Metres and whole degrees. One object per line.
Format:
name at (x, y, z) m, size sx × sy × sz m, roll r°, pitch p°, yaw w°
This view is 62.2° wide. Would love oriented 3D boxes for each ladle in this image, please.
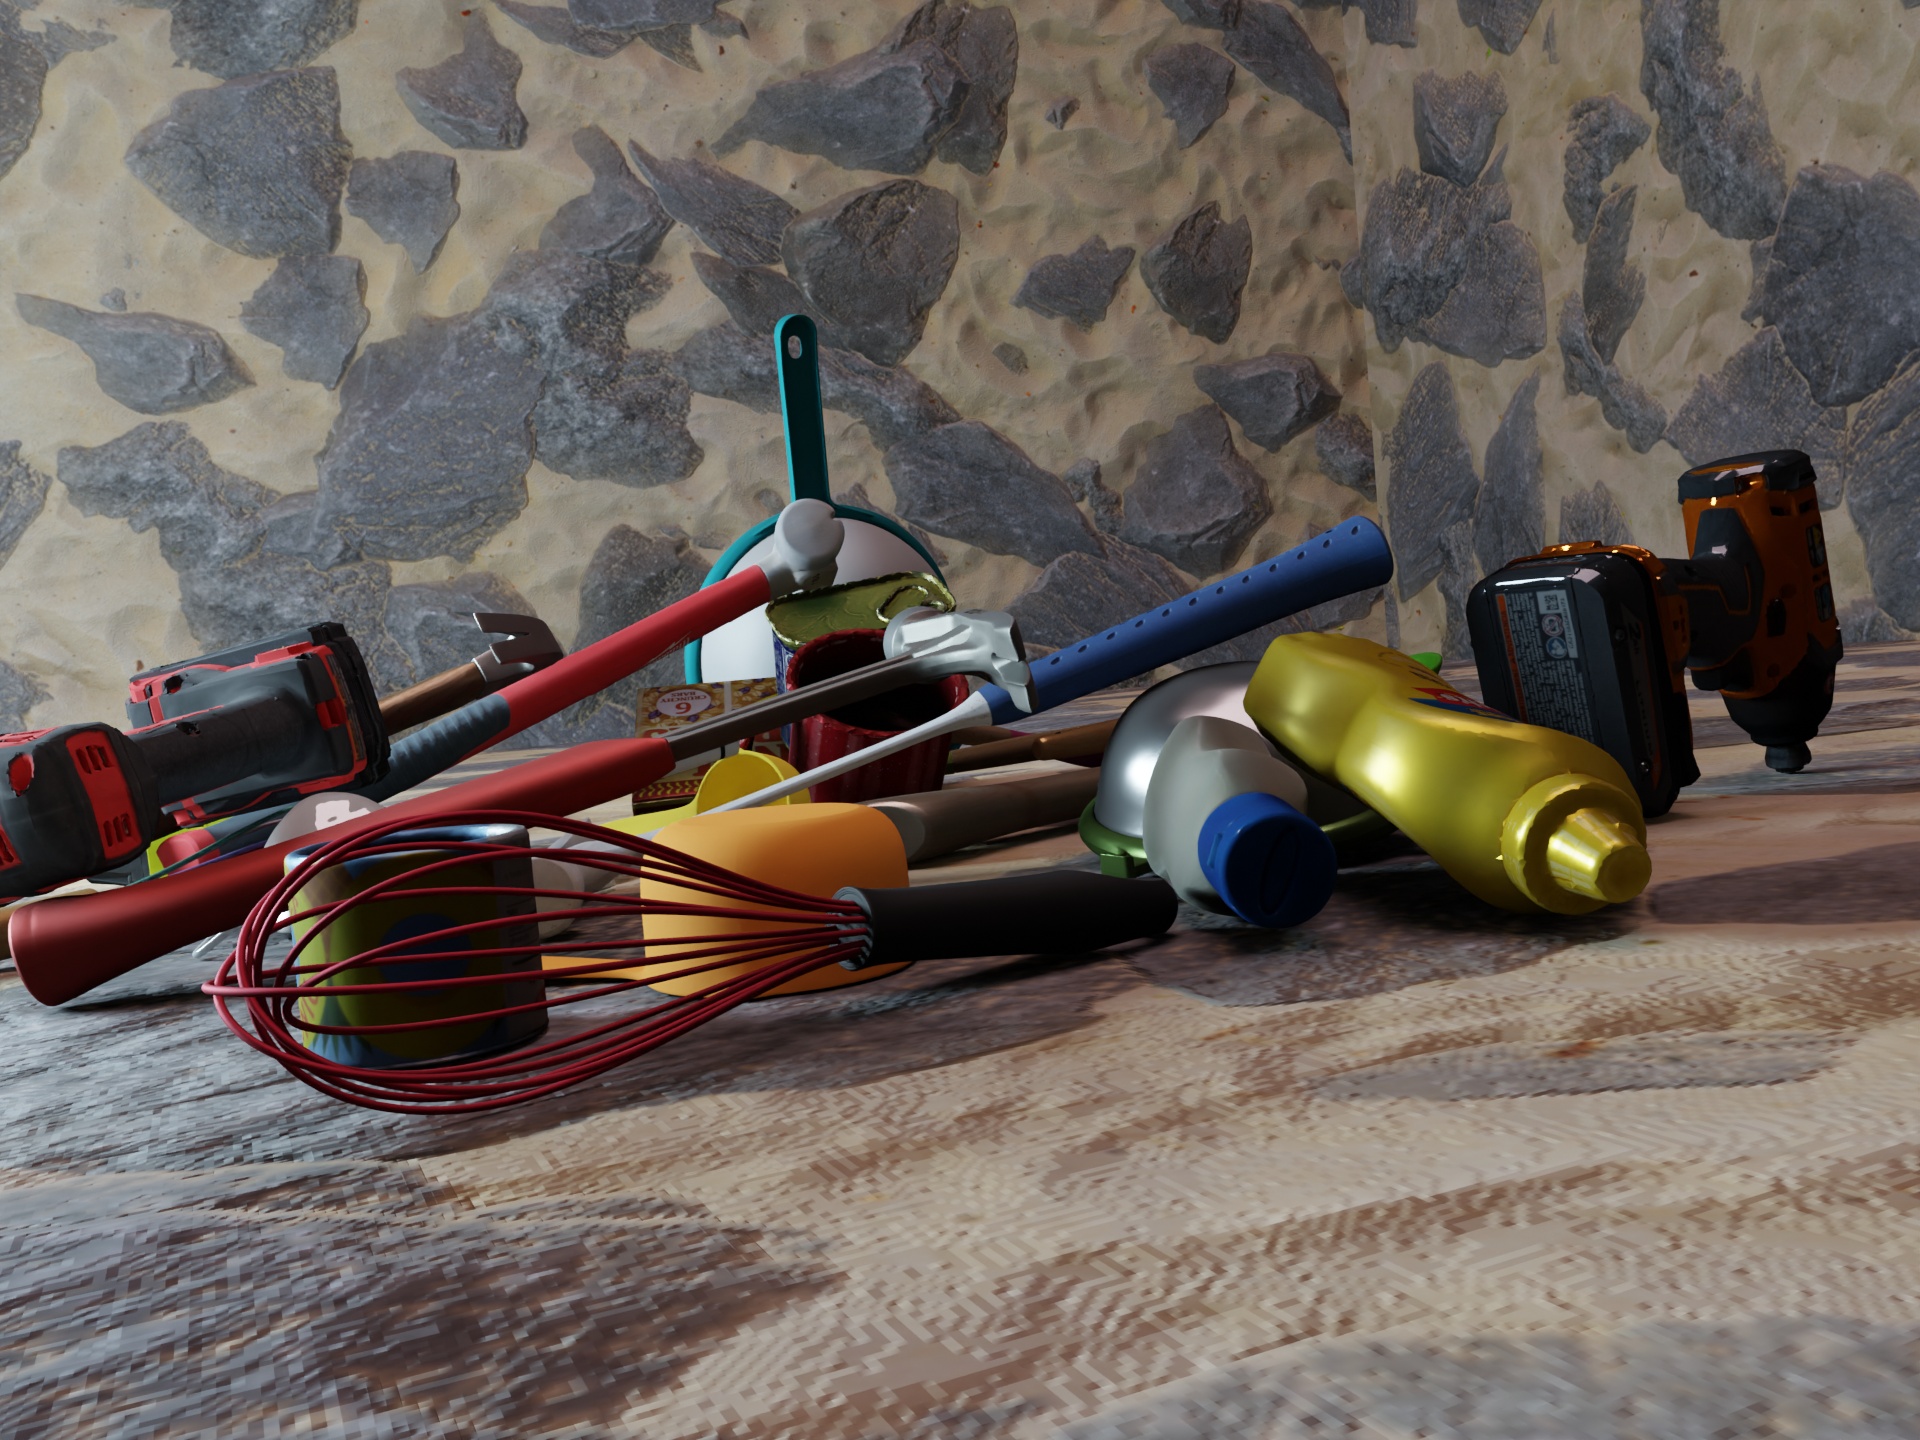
ladle at (0.019, 0.010, 1.013) m, size 0.320 × 0.062 × 0.078 m, roll -10°, pitch -3°, yaw -1°

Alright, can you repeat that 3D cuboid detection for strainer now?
strainer at (-0.081, -0.102, 1.083) m, size 0.211 × 0.340 × 0.095 m, roll -13°, pitch 18°, yaw -26°
strainer at (-0.201, 0.035, 0.687) m, size 0.258 × 0.050 × 0.087 m, roll -18°, pitch 8°, yaw -25°
strainer at (0.118, -0.001, 0.745) m, size 0.151 × 0.069 × 0.256 m, roll -10°, pitch 14°, yaw -2°

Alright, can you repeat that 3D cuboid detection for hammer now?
hammer at (-0.357, 0.020, 0.839) m, size 0.331 × 0.031 × 0.130 m, roll -28°, pitch -6°, yaw -36°
hammer at (-0.240, -0.004, 0.875) m, size 0.386 × 0.038 × 0.143 m, roll -29°, pitch -8°, yaw -19°
hammer at (0.094, 0.035, 0.881) m, size 0.410 × 0.038 × 0.146 m, roll -7°, pitch 2°, yaw -42°
hammer at (-0.001, -0.002, 0.701) m, size 0.405 × 0.035 × 0.144 m, roll -22°, pitch 3°, yaw -8°
hammer at (-0.151, 0.027, 0.570) m, size 0.359 × 0.036 × 0.149 m, roll -19°, pitch 11°, yaw -10°

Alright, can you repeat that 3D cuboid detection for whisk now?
whisk at (-0.360, 0.077, 0.703) m, size 0.047 × 0.051 × 0.245 m, roll 4°, pitch 10°, yaw 33°
whisk at (-0.046, 0.057, 0.430) m, size 0.295 × 0.073 × 0.073 m, roll 1°, pitch -2°, yaw -40°

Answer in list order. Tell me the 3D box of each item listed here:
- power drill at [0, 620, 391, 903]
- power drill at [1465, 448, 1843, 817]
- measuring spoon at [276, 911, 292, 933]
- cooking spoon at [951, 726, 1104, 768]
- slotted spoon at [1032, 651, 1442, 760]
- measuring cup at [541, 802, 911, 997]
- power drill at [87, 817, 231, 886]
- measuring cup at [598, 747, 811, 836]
power drill at (-0.350, 0.023, 0.655) m, size 0.143 × 0.078 × 0.220 m, roll -13°, pitch 9°, yaw 14°
power drill at (0.347, -0.028, 0.760) m, size 0.226 × 0.164 × 0.084 m, roll -22°, pitch 12°, yaw -35°
measuring spoon at (-0.240, 0.080, 0.666) m, size 0.124 × 0.018 × 0.034 m, roll -3°, pitch 3°, yaw 28°
cooking spoon at (0.010, 0.010, 1.088) m, size 0.318 × 0.017 × 0.069 m, roll 10°, pitch -16°, yaw -33°
slotted spoon at (0.172, -0.006, 0.946) m, size 0.313 × 0.031 × 0.070 m, roll -10°, pitch 2°, yaw -32°
measuring cup at (-0.101, 0.057, 0.520) m, size 0.173 × 0.052 × 0.095 m, roll -2°, pitch 3°, yaw 9°
power drill at (-0.450, 0.056, 0.979) m, size 0.171 × 0.080 × 0.223 m, roll -4°, pitch 5°, yaw -14°
measuring cup at (-0.140, 0.055, 0.799) m, size 0.156 × 0.062 × 0.029 m, roll -15°, pitch -14°, yaw 30°
